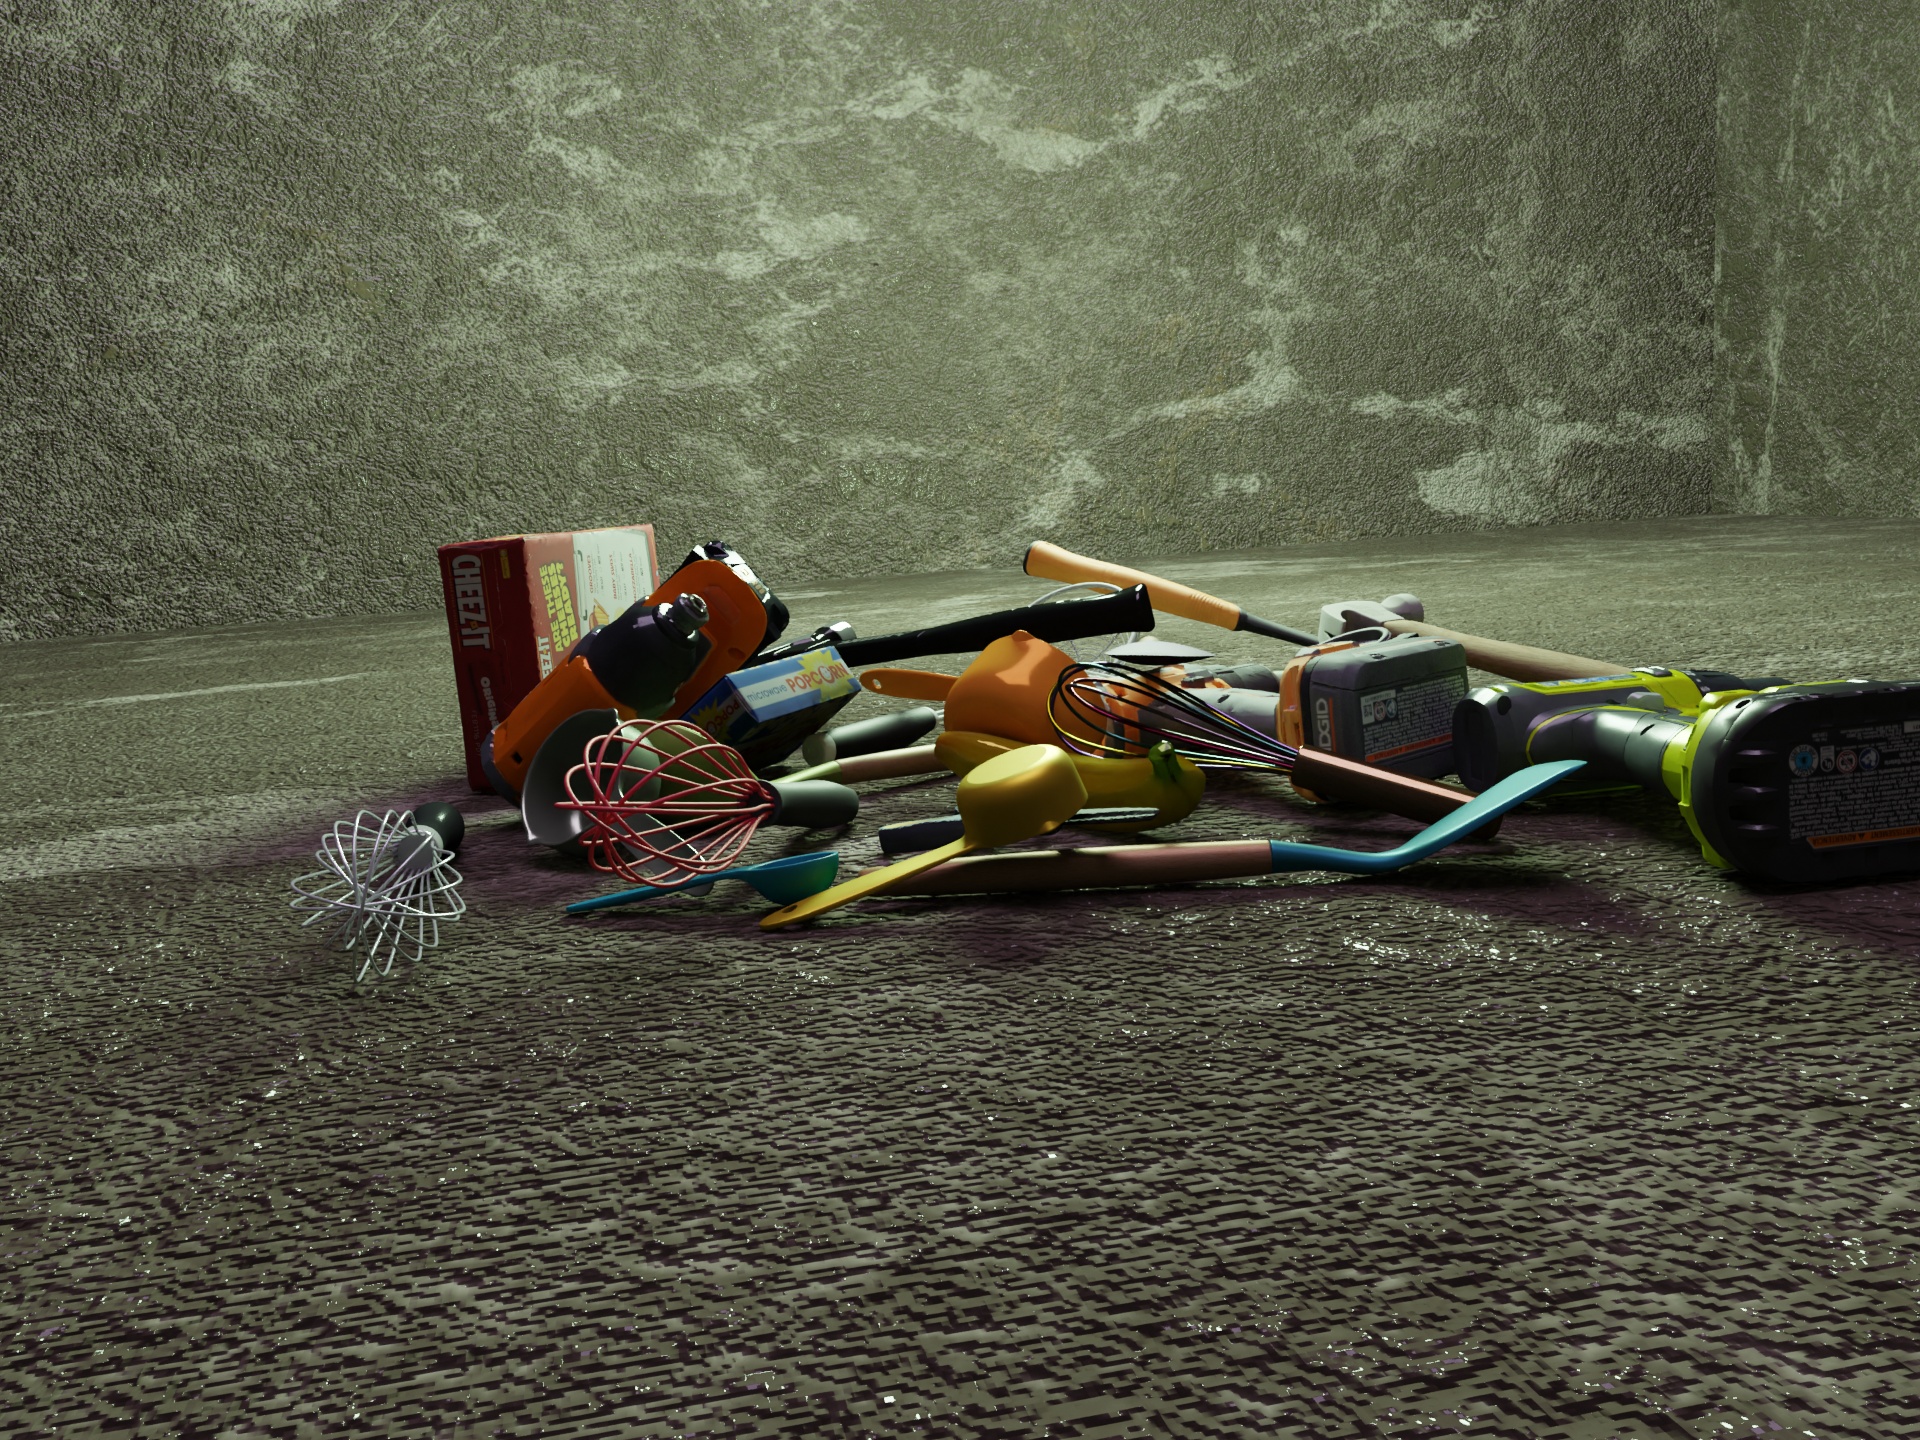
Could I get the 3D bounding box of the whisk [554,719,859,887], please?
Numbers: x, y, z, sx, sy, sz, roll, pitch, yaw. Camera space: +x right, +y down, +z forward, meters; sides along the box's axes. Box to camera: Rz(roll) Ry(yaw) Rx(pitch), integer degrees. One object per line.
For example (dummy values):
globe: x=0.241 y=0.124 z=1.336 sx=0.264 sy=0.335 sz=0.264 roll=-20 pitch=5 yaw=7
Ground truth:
whisk: x=-0.103 y=0.039 z=0.747 sx=0.073 sy=0.073 sz=0.295 roll=-1 pitch=-3 yaw=14

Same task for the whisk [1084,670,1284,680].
whisk: x=0.148 y=-0.018 z=1.138 sx=0.246 sy=0.057 sz=0.059 roll=-4 pitch=43 yaw=-11

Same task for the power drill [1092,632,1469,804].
power drill: x=0.187 y=-0.005 z=0.937 sx=0.185 sy=0.084 sz=0.226 roll=-11 pitch=7 yaw=-40

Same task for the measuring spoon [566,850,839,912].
measuring spoon: x=-0.116 y=0.081 z=0.719 sx=0.128 sy=0.021 sz=0.042 roll=-12 pitch=0 yaw=7

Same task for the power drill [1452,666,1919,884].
power drill: x=0.372 y=0.012 z=0.759 sx=0.190 sy=0.080 sz=0.228 roll=-5 pitch=7 yaw=-9

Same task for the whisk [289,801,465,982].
whisk: x=-0.259 y=0.066 z=0.747 sx=0.070 sy=0.070 sz=0.285 roll=-5 pitch=4 yaw=-12

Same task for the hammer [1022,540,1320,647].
hammer: x=0.196 y=-0.089 z=1.283 sx=0.337 sy=0.034 sz=0.127 roll=20 pitch=14 yaw=28

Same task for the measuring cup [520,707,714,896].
measuring cup: x=-0.162 y=0.053 z=0.803 sx=0.168 sy=0.083 sz=0.038 roll=30 pitch=-3 yaw=42

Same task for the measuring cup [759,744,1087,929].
measuring cup: x=-0.019 y=0.050 z=0.695 sx=0.156 sy=0.029 sz=0.062 roll=-22 pitch=13 yaw=-13

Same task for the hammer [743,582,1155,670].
hammer: x=-0.013 y=-0.056 z=1.114 sx=0.335 sy=0.035 sz=0.146 roll=-6 pitch=14 yaw=37

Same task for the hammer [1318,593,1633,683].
hammer: x=0.373 y=-0.035 z=1.039 sx=0.130 sy=0.031 sz=0.331 roll=-10 pitch=20 yaw=-36

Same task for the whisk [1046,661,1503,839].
whisk: x=0.153 y=0.013 z=0.809 sx=0.245 sy=0.051 sz=0.047 roll=17 pitch=35 yaw=28

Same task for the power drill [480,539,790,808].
power drill: x=-0.186 y=-0.040 z=0.987 sx=0.164 sy=0.084 sz=0.226 roll=-41 pitch=6 yaw=21

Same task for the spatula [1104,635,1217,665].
spatula: x=0.116 y=-0.042 z=0.956 sx=0.060 sy=0.018 sz=0.316 roll=1 pitch=4 yaw=5

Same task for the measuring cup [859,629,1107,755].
measuring cup: x=-0.001 y=-0.003 z=0.930 sx=0.174 sy=0.095 sz=0.052 roll=8 pitch=40 yaw=33

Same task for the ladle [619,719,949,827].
ladle: x=-0.056 y=0.017 z=0.962 sx=0.320 sy=0.062 sz=0.078 roll=-7 pitch=-7 yaw=-38

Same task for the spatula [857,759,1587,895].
spatula: x=0.111 y=0.052 z=0.710 sx=0.317 sy=0.044 sz=0.082 roll=-4 pitch=-3 yaw=4

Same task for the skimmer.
skimmer: x=0.008 y=-0.039 z=1.165 sx=0.127 sy=0.090 sz=0.363 roll=3 pitch=11 yaw=36
